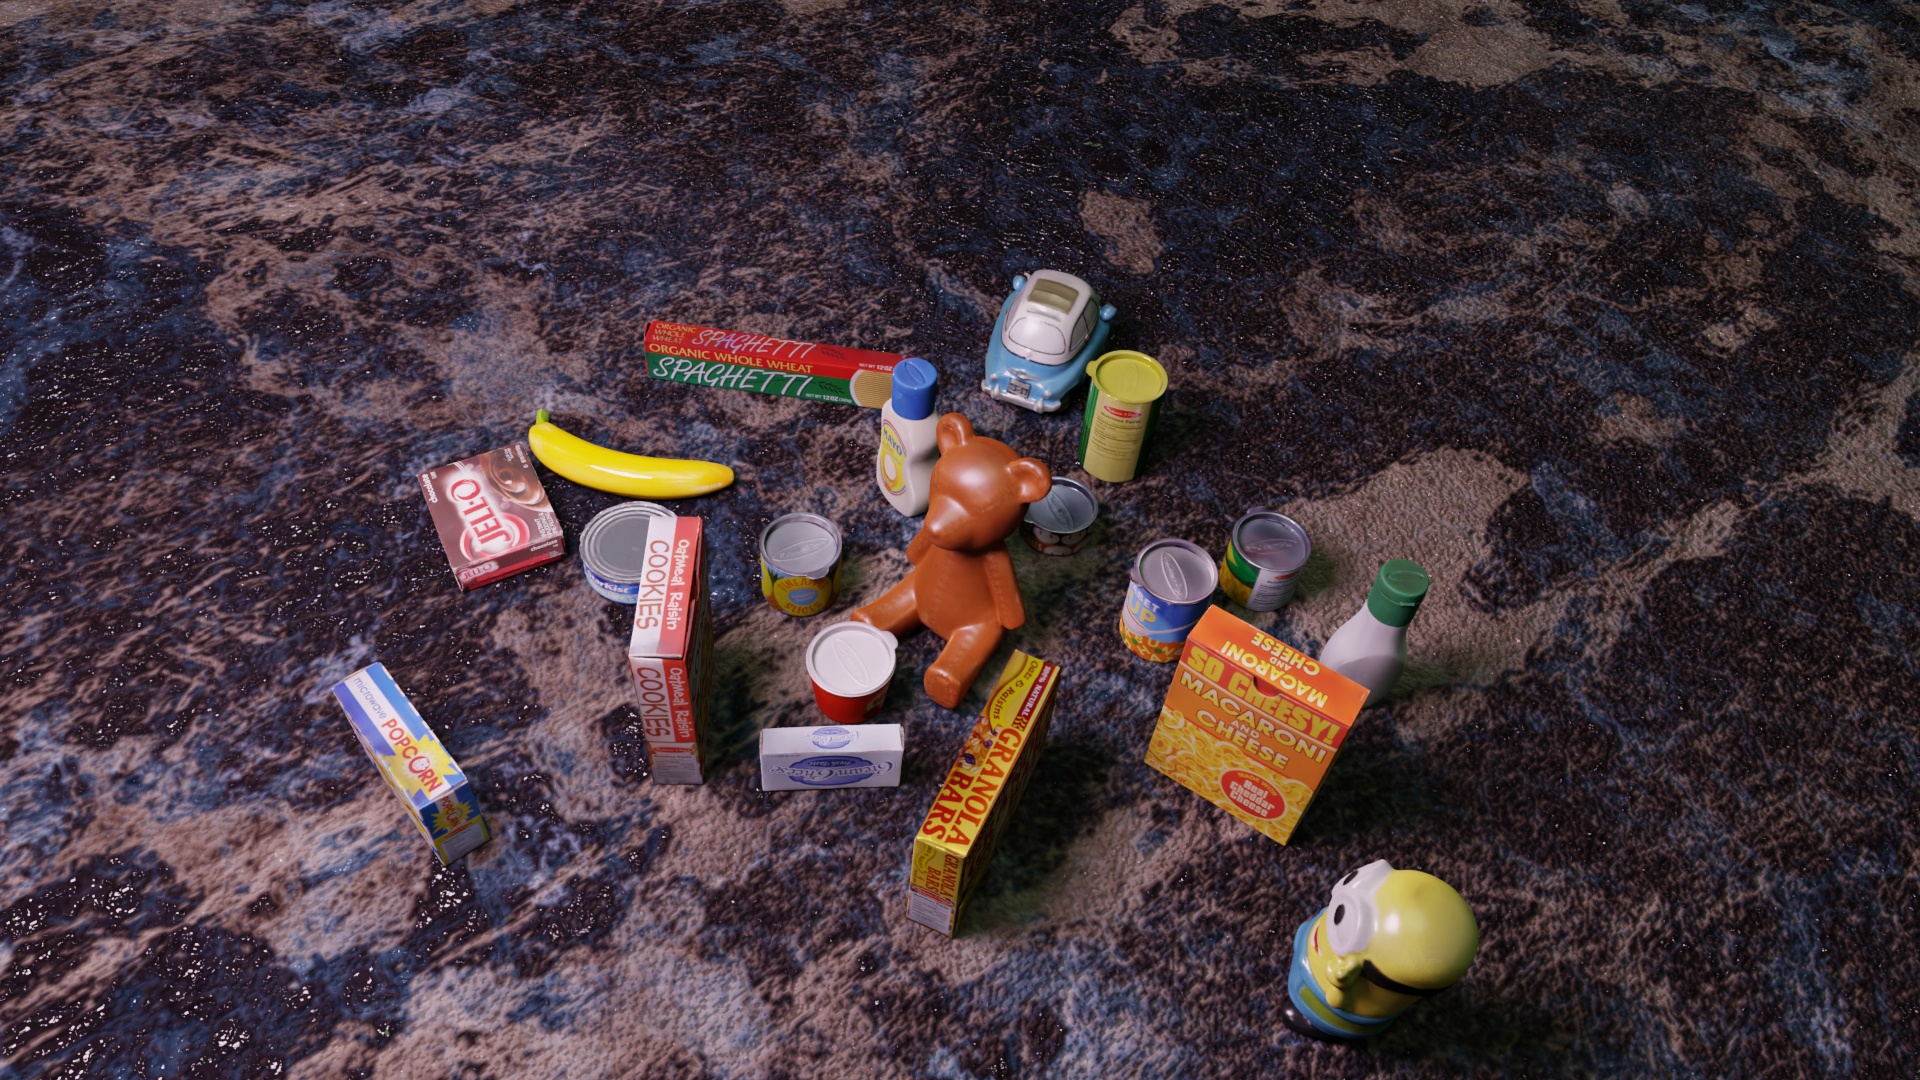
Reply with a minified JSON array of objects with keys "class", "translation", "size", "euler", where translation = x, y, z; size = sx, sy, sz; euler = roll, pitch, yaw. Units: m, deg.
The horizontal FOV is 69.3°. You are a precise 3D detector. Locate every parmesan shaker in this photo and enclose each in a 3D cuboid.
[{"class":"parmesan shaker","translation":[0.140,-0.110,1.238],"size":[0.071,0.102,0.072],"euler":[3,50,-3]}]

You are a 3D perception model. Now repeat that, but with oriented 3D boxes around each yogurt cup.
[{"class":"yogurt cup","translation":[-0.084,0.104,1.068],"size":[0.072,0.053,0.073],"euler":[3,50,-3]}]

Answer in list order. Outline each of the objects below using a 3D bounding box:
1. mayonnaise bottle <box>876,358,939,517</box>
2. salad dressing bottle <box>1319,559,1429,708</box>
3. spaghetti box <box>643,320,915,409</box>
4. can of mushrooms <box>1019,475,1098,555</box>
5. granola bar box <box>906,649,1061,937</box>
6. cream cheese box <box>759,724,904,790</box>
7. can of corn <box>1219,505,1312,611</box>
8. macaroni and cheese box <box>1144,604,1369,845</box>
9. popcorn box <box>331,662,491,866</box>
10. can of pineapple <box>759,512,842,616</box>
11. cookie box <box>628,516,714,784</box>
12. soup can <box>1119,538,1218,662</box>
[{"class":"mayonnaise bottle","translation":[-0.043,-0.088,1.172],"size":[0.041,0.147,0.065],"euler":[-24,56,-23]},{"class":"salad dressing bottle","translation":[0.321,0.073,1.074],"size":[0.064,0.146,0.044],"euler":[1,50,-4]},{"class":"spaghetti box","translation":[-0.168,-0.161,1.283],"size":[0.250,0.049,0.029],"euler":[8,50,1]},{"class":"can of mushrooms","translation":[0.082,-0.021,1.202],"size":[0.071,0.033,0.071],"euler":[3,50,-3]},{"class":"granola bar box","translation":[0.017,0.177,0.972],"size":[0.039,0.123,0.166],"euler":[22,51,12]},{"class":"cream cheese box","translation":[-0.094,0.160,1.021],"size":[0.104,0.053,0.024],"euler":[-1,50,-7]},{"class":"can of corn","translation":[0.256,0.016,1.173],"size":[0.071,0.058,0.071],"euler":[3,50,-3]},{"class":"macaroni and cheese box","translation":[0.208,0.136,0.997],"size":[0.124,0.165,0.040],"euler":[29,54,18]},{"class":"popcorn box","translation":[-0.384,0.156,0.974],"size":[0.038,0.084,0.127],"euler":[-33,60,-28]},{"class":"can of pineapple","translation":[-0.129,0.021,1.130],"size":[0.071,0.057,0.071],"euler":[3,50,-3]},{"class":"cookie box","translation":[-0.204,0.081,1.001],"size":[0.040,0.166,0.123],"euler":[1,50,-5]},{"class":"soup can","translation":[0.164,0.049,1.119],"size":[0.071,0.083,0.072],"euler":[3,50,-3]}]
